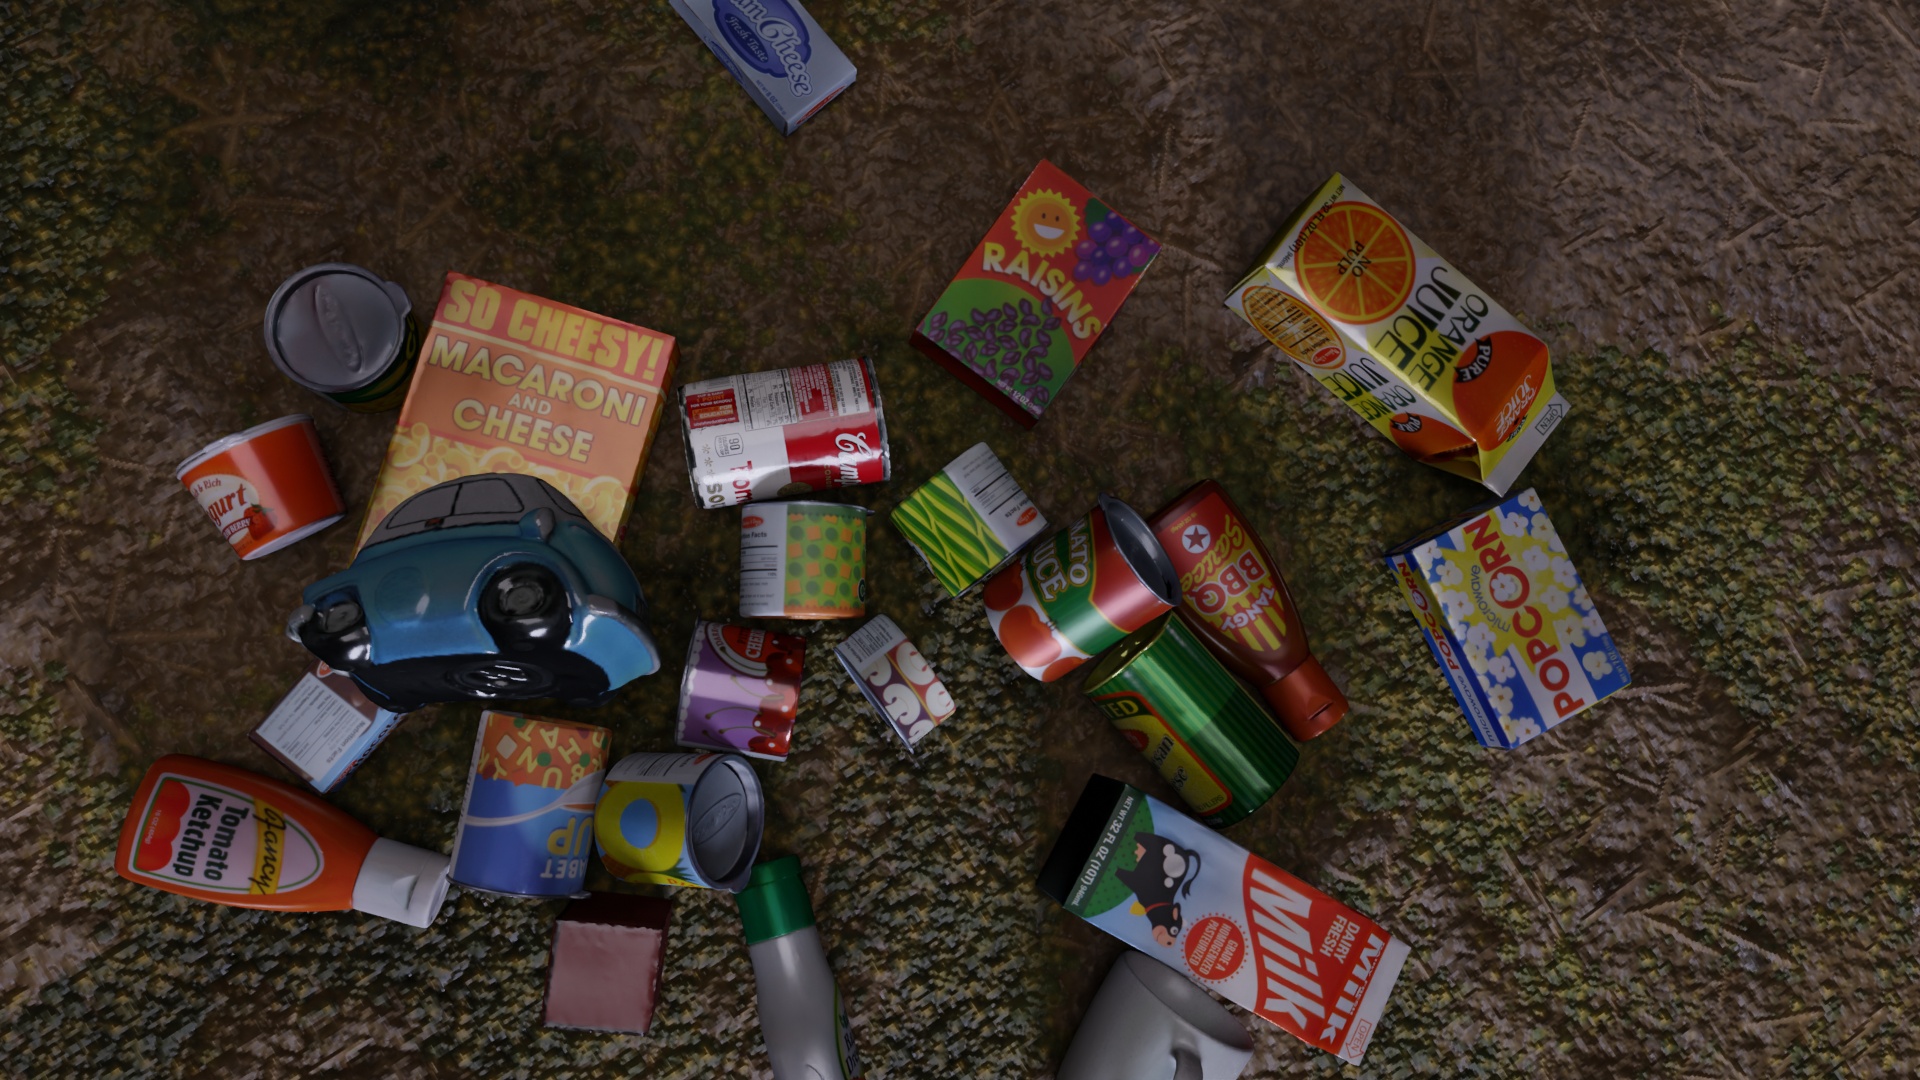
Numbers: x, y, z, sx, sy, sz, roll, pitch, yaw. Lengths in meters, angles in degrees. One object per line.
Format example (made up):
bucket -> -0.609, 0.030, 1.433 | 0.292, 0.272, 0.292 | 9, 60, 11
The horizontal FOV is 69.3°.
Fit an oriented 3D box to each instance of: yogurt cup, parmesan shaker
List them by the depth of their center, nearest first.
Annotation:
yogurt cup -> -0.347, -0.026, 0.698 | 0.072, 0.072, 0.054 | -28, 96, -9
parmesan shaker -> 0.124, 0.096, 0.742 | 0.071, 0.071, 0.103 | -43, 91, -10

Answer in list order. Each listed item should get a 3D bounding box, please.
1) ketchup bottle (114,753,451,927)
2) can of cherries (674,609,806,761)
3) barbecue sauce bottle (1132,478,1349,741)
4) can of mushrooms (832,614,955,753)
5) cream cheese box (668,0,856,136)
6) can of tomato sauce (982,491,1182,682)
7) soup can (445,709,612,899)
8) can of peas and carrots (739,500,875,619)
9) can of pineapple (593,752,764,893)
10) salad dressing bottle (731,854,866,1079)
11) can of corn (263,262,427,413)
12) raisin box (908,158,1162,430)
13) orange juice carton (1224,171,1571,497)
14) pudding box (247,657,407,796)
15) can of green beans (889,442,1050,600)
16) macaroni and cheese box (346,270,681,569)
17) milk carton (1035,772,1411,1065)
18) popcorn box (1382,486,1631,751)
ketchup bottle -> -0.331, 0.155, 0.690 | 0.149, 0.043, 0.065 | 17, 83, -6
can of cherries -> -0.112, 0.075, 0.715 | 0.058, 0.071, 0.071 | 10, 83, -7
barbecue sauce bottle -> 0.156, 0.041, 0.767 | 0.065, 0.043, 0.148 | -36, 90, -5
can of mushrooms -> -0.033, 0.075, 0.727 | 0.033, 0.071, 0.071 | -37, 90, -10
cream cheese box -> -0.111, -0.283, 0.777 | 0.053, 0.024, 0.104 | -41, 90, -11
can of tomato sauce -> 0.062, 0.025, 0.728 | 0.083, 0.071, 0.071 | -35, 89, 23
soup can -> -0.212, 0.132, 0.696 | 0.071, 0.071, 0.084 | 11, 83, -6
can of peas and carrots -> -0.080, 0.012, 0.728 | 0.071, 0.071, 0.059 | 1, 85, -7
can of pineapple -> -0.140, 0.141, 0.696 | 0.058, 0.071, 0.071 | -3, 83, 25
salad dressing bottle -> -0.081, 0.236, 0.707 | 0.044, 0.064, 0.148 | -17, 79, -3
can of corn -> -0.310, -0.103, 0.713 | 0.071, 0.058, 0.071 | 1, 84, -7
raisin box -> 0.042, -0.136, 0.774 | 0.086, 0.040, 0.123 | 36, 82, -2
orange juice carton -> 0.251, -0.110, 0.782 | 0.192, 0.073, 0.072 | 39, 81, -2
pudding box -> -0.311, 0.082, 0.707 | 0.049, 0.030, 0.084 | 39, 80, -1
can of green beans -> 0.004, -0.011, 0.741 | 0.071, 0.071, 0.058 | -38, 89, -10
macaroni and cheese box -> -0.230, -0.042, 0.726 | 0.124, 0.040, 0.166 | 16, 83, -6
milk carton -> 0.143, 0.201, 0.733 | 0.190, 0.073, 0.072 | 29, 81, -4
popcorn box -> 0.310, 0.044, 0.790 | 0.085, 0.038, 0.126 | -26, 88, -9
